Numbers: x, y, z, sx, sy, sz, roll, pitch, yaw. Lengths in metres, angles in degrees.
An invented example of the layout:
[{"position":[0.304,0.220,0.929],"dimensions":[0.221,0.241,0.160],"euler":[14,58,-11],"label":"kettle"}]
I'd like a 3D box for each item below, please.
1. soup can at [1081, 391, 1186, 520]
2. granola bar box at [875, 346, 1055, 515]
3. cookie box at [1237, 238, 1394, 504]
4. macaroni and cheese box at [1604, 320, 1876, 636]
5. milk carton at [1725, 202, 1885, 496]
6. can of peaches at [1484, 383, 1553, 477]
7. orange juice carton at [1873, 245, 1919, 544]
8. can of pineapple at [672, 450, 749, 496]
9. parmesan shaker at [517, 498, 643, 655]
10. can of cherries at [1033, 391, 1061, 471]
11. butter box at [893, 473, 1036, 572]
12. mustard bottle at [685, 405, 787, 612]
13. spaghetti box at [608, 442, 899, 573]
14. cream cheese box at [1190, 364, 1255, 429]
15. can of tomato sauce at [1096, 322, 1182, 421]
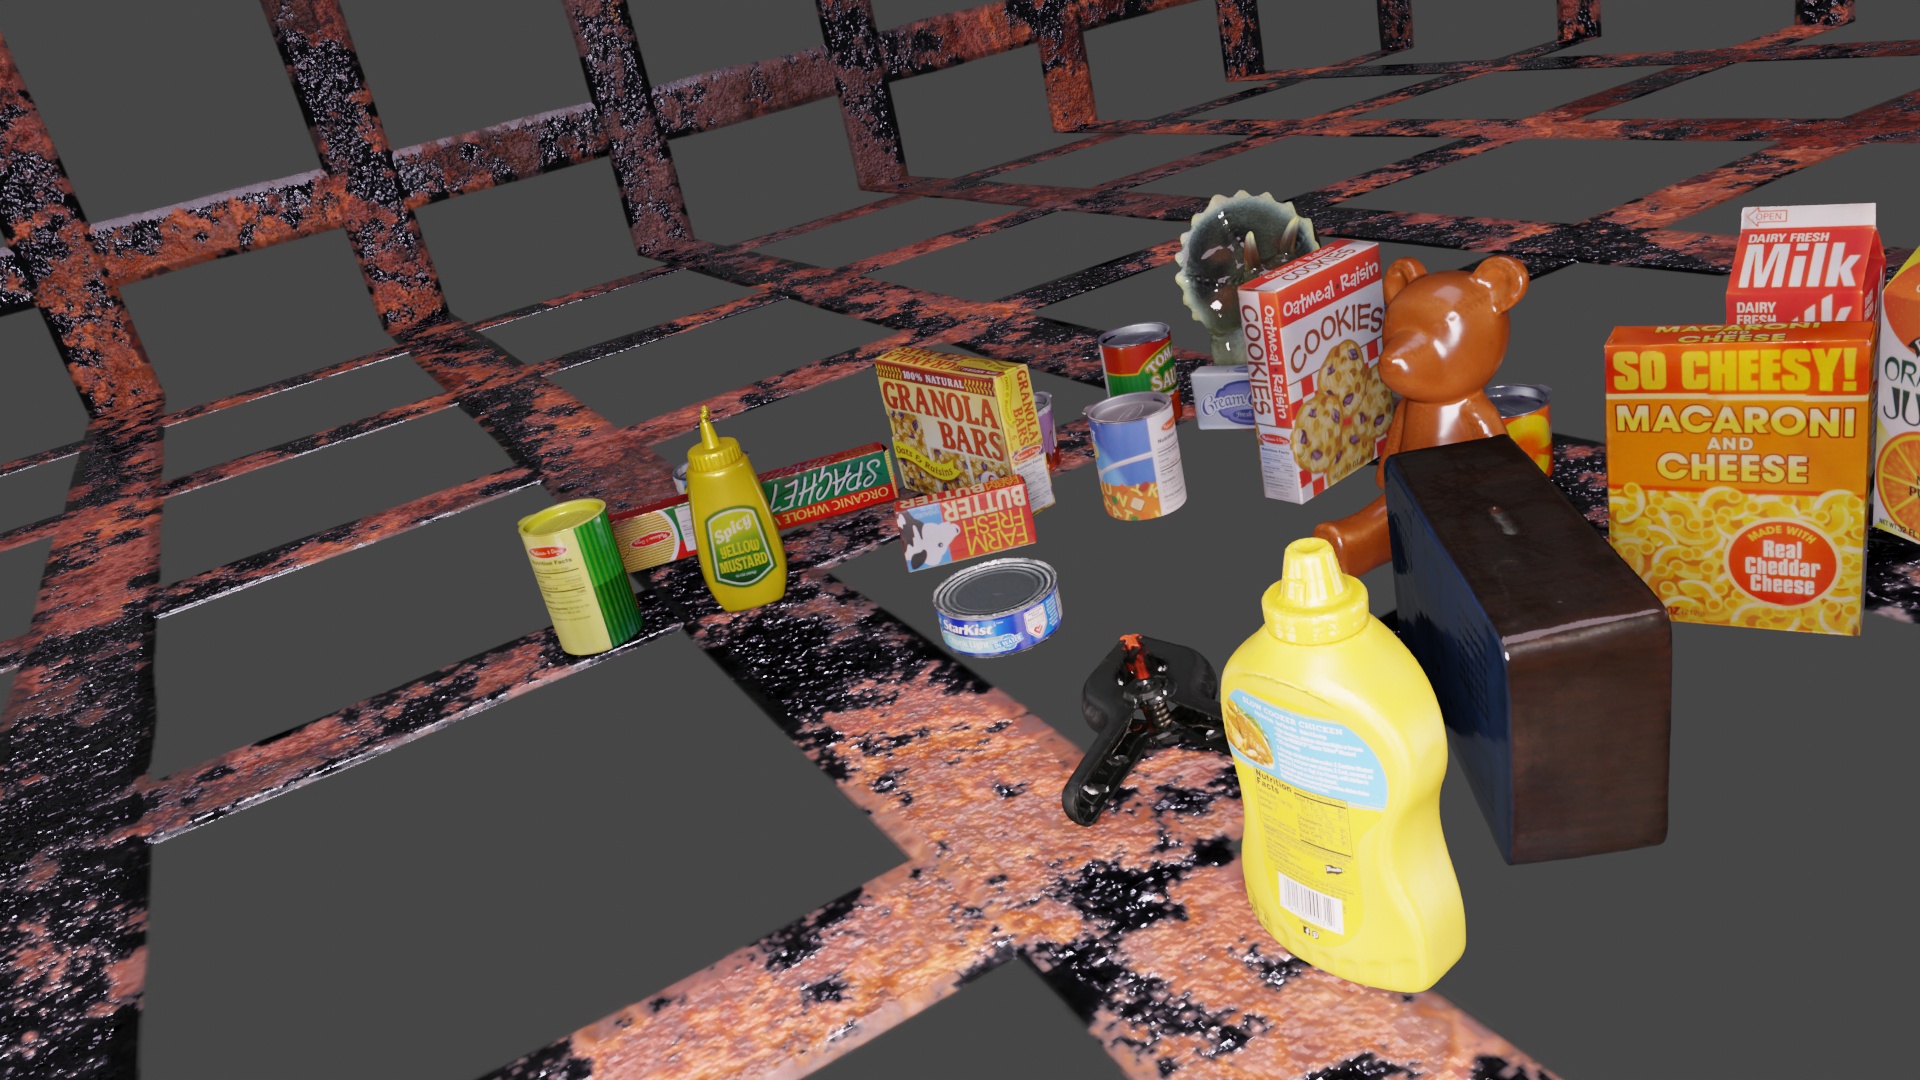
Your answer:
[{"position":[0.136,-0.066,1.084],"dimensions":[0.071,0.083,0.071],"euler":[-11,23,5],"label":"soup can"},{"position":[0.001,-0.092,1.164],"dimensions":[0.039,0.123,0.165],"euler":[-27,27,-31],"label":"granola bar box"},{"position":[0.272,-0.129,1.052],"dimensions":[0.123,0.166,0.040],"euler":[-28,27,-32],"label":"cookie box"},{"position":[0.420,-0.035,0.754],"dimensions":[0.123,0.165,0.040],"euler":[4,28,35],"label":"macaroni and cheese box"},{"position":[0.517,-0.111,0.850],"dimensions":[0.072,0.189,0.074],"euler":[8,30,41],"label":"milk carton"},{"position":[0.394,-0.075,1.002],"dimensions":[0.071,0.057,0.071],"euler":[-11,23,5],"label":"can of peaches"},{"position":[0.569,-0.091,0.772],"dimensions":[0.073,0.192,0.072],"euler":[-17,23,-9],"label":"orange juice carton"},{"position":[-0.217,-0.043,1.248],"dimensions":[0.071,0.057,0.071],"euler":[-11,23,5],"label":"can of pineapple"},{"position":[-0.292,0.028,1.065],"dimensions":[0.071,0.102,0.071],"euler":[-11,22,5],"label":"parmesan shaker"},{"position":[0.054,-0.092,1.220],"dimensions":[0.071,0.058,0.072],"euler":[-11,23,5],"label":"can of cherries"},{"position":[0.004,-0.013,1.070],"dimensions":[0.103,0.053,0.024],"euler":[-13,22,-1],"label":"butter box"},{"position":[-0.177,-0.025,1.055],"dimensions":[0.065,0.159,0.049],"euler":[-16,23,-8],"label":"mustard bottle"},{"position":[-0.179,-0.029,1.207],"dimensions":[0.250,0.050,0.029],"euler":[-16,23,-7],"label":"spaghetti box"},{"position":[0.253,-0.124,1.195],"dimensions":[0.104,0.053,0.024],"euler":[2,27,32],"label":"cream cheese box"},{"position":[0.165,-0.148,1.261],"dimensions":[0.071,0.082,0.071],"euler":[-11,23,5],"label":"can of tomato sauce"}]
